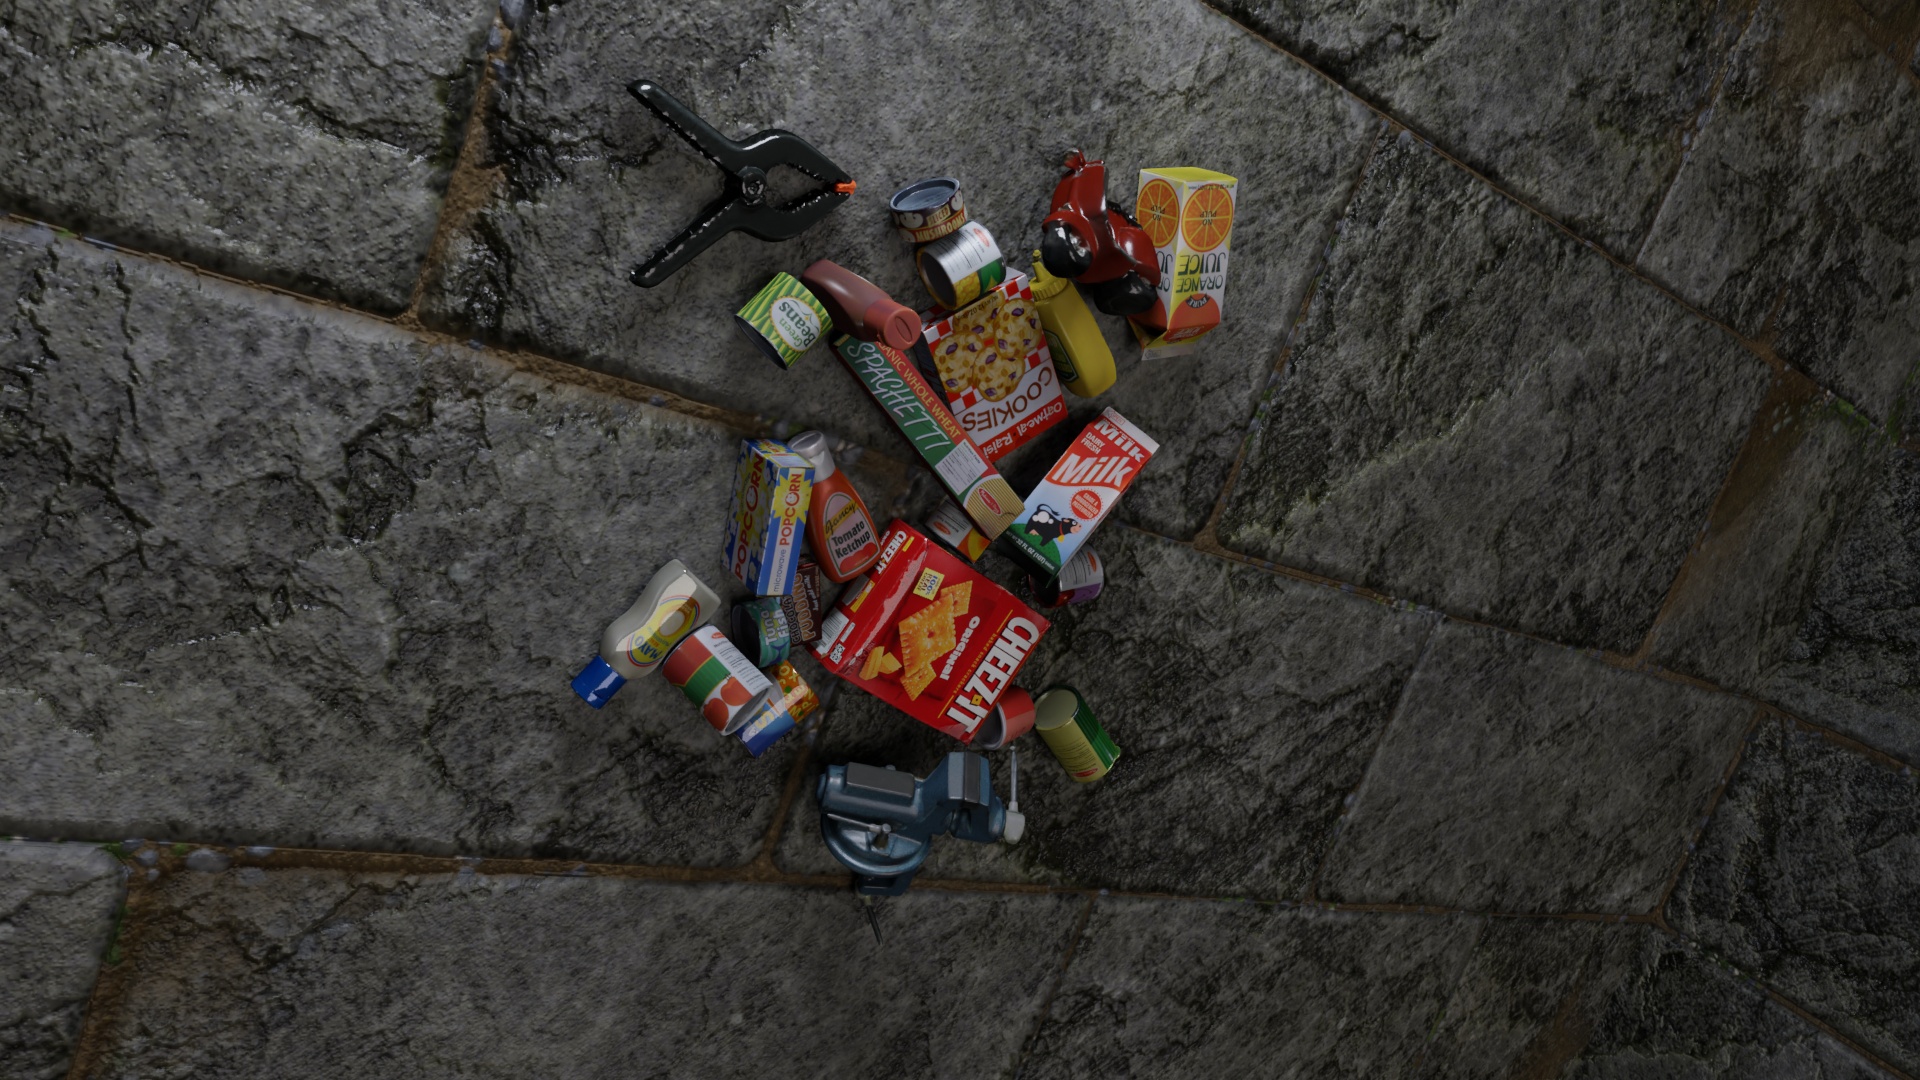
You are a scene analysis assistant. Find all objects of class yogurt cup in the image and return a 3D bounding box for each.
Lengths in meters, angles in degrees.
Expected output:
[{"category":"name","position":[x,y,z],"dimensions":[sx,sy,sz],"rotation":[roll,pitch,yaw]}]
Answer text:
[{"category":"yogurt cup","position":[0.045,0.191,1.528],"dimensions":[0.054,0.072,0.072],"rotation":[-12,117,-38]}]

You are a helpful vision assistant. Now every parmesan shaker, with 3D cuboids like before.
[{"category":"parmesan shaker","position":[0.132,0.221,1.595],"dimensions":[0.071,0.071,0.102],"rotation":[-42,127,-11]}]

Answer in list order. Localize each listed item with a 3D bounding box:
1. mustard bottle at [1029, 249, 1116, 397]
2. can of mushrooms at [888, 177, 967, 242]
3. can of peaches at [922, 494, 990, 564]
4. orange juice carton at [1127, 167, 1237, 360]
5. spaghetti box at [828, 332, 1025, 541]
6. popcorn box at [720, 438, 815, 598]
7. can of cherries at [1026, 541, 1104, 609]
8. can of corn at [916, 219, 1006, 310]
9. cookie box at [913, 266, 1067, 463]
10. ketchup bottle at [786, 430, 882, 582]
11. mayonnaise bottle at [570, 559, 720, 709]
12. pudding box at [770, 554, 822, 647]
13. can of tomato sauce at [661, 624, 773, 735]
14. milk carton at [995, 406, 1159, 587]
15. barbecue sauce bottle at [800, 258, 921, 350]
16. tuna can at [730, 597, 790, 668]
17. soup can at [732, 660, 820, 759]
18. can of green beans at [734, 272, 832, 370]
[{"category":"mustard bottle","position":[0.102,-0.219,1.386],"dimensions":[0.049,0.065,0.159],"rotation":[-38,119,-15]},{"category":"can of mushrooms","position":[-0.028,-0.298,1.255],"dimensions":[0.071,0.071,0.033],"rotation":[-31,126,-19]},{"category":"can of peaches","position":[0.005,-0.018,1.407],"dimensions":[0.058,0.071,0.071],"rotation":[-53,129,-3]},{"category":"orange juice carton","position":[0.224,-0.281,1.430],"dimensions":[0.072,0.073,0.191],"rotation":[-11,117,-30]},{"category":"spaghetti box","position":[-0.030,-0.107,1.323],"dimensions":[0.050,0.029,0.249],"rotation":[-43,111,-10]},{"category":"popcorn box","position":[-0.177,-0.021,1.268],"dimensions":[0.038,0.085,0.126],"rotation":[2,110,-34]},{"category":"can of cherries","position":[0.112,0.038,1.504],"dimensions":[0.058,0.071,0.071],"rotation":[-13,117,-29]},{"category":"can of corn","position":[0.000,-0.255,1.298],"dimensions":[0.058,0.071,0.071],"rotation":[-33,125,-17]},{"category":"cookie box","position":[0.029,-0.166,1.371],"dimensions":[0.123,0.040,0.166],"rotation":[-33,125,-18]},{"category":"ketchup bottle","position":[-0.125,-0.034,1.325],"dimensions":[0.065,0.043,0.148],"rotation":[-34,125,-22]},{"category":"mayonnaise bottle","position":[-0.291,0.089,1.269],"dimensions":[0.148,0.041,0.064],"rotation":[-47,130,-8]},{"category":"pudding box","position":[-0.163,0.060,1.350],"dimensions":[0.050,0.030,0.083],"rotation":[-13,117,-28]},{"category":"can of tomato sauce","position":[-0.226,0.131,1.291],"dimensions":[0.071,0.083,0.071],"rotation":[-45,168,-12]},{"category":"milk carton","position":[0.123,-0.050,1.444],"dimensions":[0.191,0.072,0.073],"rotation":[-50,173,-12]},{"category":"barbecue sauce bottle","position":[-0.086,-0.201,1.209],"dimensions":[0.044,0.149,0.064],"rotation":[-40,127,-12]},{"category":"tuna can","position":[-0.189,0.086,1.318],"dimensions":[0.033,0.071,0.070],"rotation":[-14,118,-30]},{"category":"soup can","position":[-0.190,0.160,1.352],"dimensions":[0.084,0.071,0.071],"rotation":[-40,127,-13]},{"category":"can of green beans","position":[-0.155,-0.193,1.219],"dimensions":[0.058,0.071,0.071],"rotation":[-45,128,-9]}]
